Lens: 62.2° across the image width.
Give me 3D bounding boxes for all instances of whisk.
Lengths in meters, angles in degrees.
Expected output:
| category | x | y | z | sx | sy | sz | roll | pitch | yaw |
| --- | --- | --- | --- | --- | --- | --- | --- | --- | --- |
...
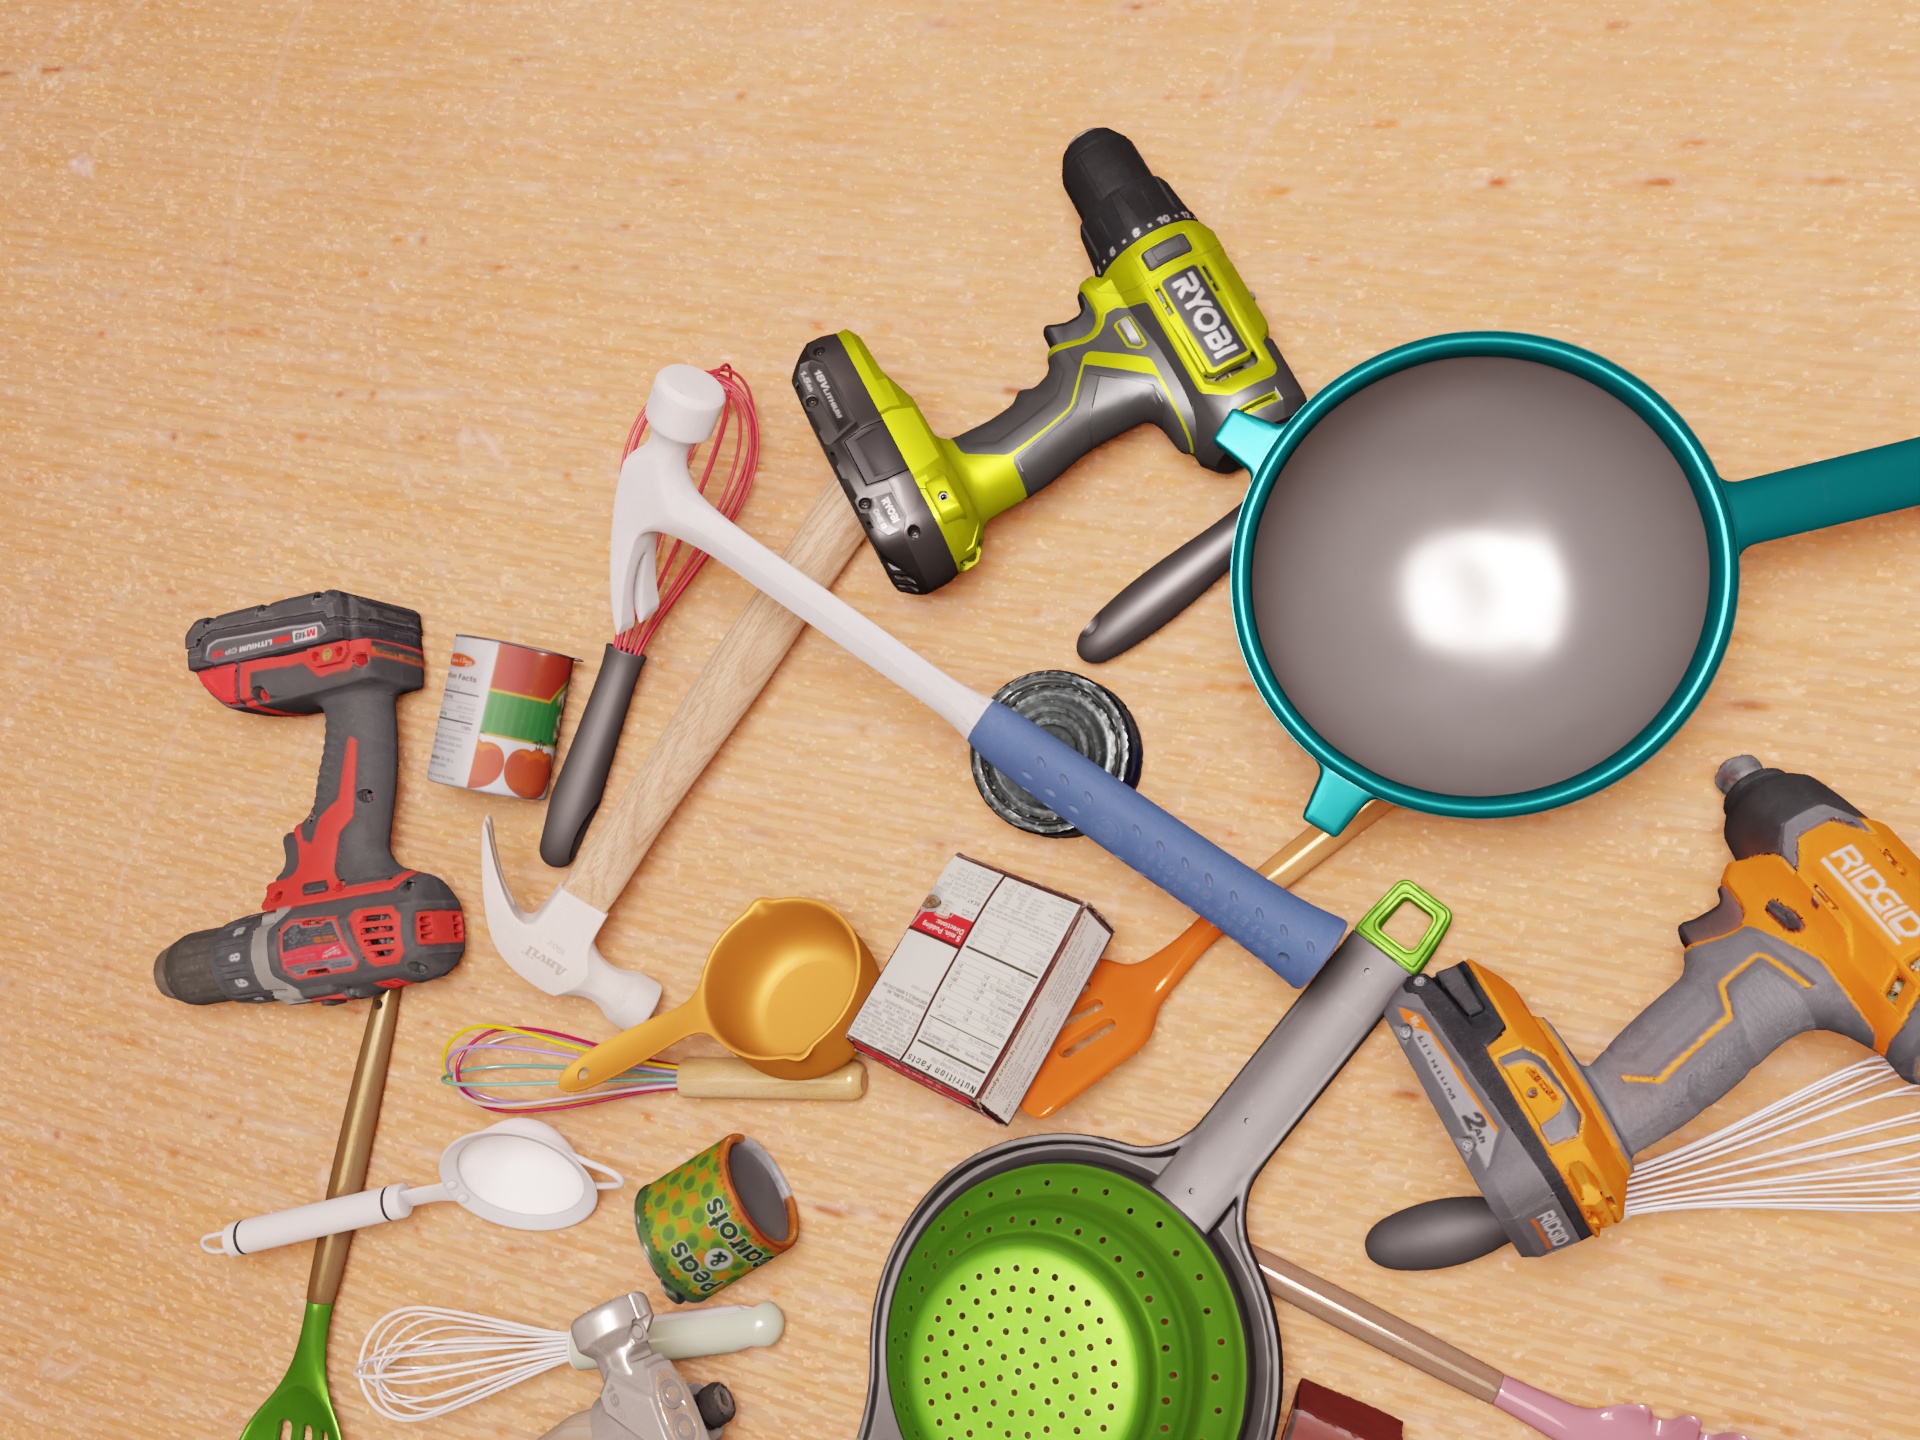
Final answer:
| category | x | y | z | sx | sy | sz | roll | pitch | yaw |
| --- | --- | --- | --- | --- | --- | --- | --- | --- | --- |
| whisk | -0.179 | -0.057 | 0.880 | 0.073 | 0.073 | 0.296 | 21 | 95 | 17 |
| whisk | 0.319 | 0.205 | 0.706 | 0.284 | 0.070 | 0.070 | -20 | 78 | 18 |
| whisk | 0.154 | -0.103 | 0.794 | 0.239 | 0.055 | 0.055 | -38 | 75 | 13 |
| whisk | -0.170 | 0.189 | 0.856 | 0.245 | 0.051 | 0.047 | -2 | 77 | 13 |
| whisk | -0.211 | 0.334 | 0.849 | 0.246 | 0.057 | 0.059 | -10 | 73 | 10 |

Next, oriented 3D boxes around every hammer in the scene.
| category | x | y | z | sx | sy | sz | roll | pitch | yaw |
| --- | --- | --- | --- | --- | --- | --- | --- | --- | --- |
| hammer | -0.140 | -0.001 | 0.856 | 0.130 | 0.031 | 0.331 | 34 | 88 | -15 |
| hammer | -0.001 | -0.002 | 0.759 | 0.405 | 0.035 | 0.144 | 35 | 128 | 8 |
| hammer | -0.280 | 0.443 | 0.809 | 0.410 | 0.038 | 0.146 | -36 | 68 | 22 |

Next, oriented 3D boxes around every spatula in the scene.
| category | x | y | z | sx | sy | sz | roll | pitch | yaw |
| --- | --- | --- | --- | --- | --- | --- | --- | --- | --- |
| spatula | 0.148 | 0.075 | 0.776 | 0.322 | 0.041 | 0.081 | -39 | 50 | 7 |

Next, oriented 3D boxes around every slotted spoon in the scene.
| category | x | y | z | sx | sy | sz | roll | pitch | yaw |
| --- | --- | --- | --- | --- | --- | --- | --- | --- | --- |
| slotted spoon | -0.356 | 0.304 | 0.904 | 0.070 | 0.031 | 0.314 | 8 | 84 | 16 |

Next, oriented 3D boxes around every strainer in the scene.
| category | x | y | z | sx | sy | sz | roll | pitch | yaw |
| --- | --- | --- | --- | --- | --- | --- | --- | --- | --- |
| strainer | 0.291 | -0.077 | 0.716 | 0.340 | 0.095 | 0.211 | -13 | 87 | 8 |
| strainer | -0.302 | 0.260 | 0.872 | 0.258 | 0.050 | 0.086 | -15 | 124 | 8 |

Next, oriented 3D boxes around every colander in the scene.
| category | x | y | z | sx | sy | sz | roll | pitch | yaw |
| --- | --- | --- | --- | --- | --- | --- | --- | --- | --- |
| colander | 0.090 | 0.229 | 0.728 | 0.205 | 0.094 | 0.397 | 38 | 89 | 24 |

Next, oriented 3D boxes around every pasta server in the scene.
| category | x | y | z | sx | sy | sz | roll | pitch | yaw |
| --- | --- | --- | --- | --- | --- | --- | --- | --- | --- |
| pasta server | 0.221 | 0.294 | 0.731 | 0.316 | 0.040 | 0.060 | 23 | 78 | 19 |

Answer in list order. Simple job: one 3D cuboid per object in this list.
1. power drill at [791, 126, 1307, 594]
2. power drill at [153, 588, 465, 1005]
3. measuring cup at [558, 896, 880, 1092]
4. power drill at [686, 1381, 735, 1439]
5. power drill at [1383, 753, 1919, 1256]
| category | x | y | z | sx | sy | sz | roll | pitch | yaw |
| --- | --- | --- | --- | --- | --- | --- | --- | --- | --- |
| power drill | 0.036 | -0.183 | 0.809 | 0.228 | 0.080 | 0.191 | -27 | 78 | -1 |
| power drill | -0.385 | 0.053 | 0.915 | 0.188 | 0.080 | 0.227 | -11 | 82 | 15 |
| measuring cup | -0.121 | 0.159 | 0.824 | 0.173 | 0.052 | 0.095 | -26 | 54 | 6 |
| power drill | -0.137 | 0.450 | 0.799 | 0.143 | 0.078 | 0.220 | -35 | 72 | 10 |
| power drill | 0.307 | 0.115 | 0.690 | 0.226 | 0.084 | 0.164 | -30 | 43 | 10 |
